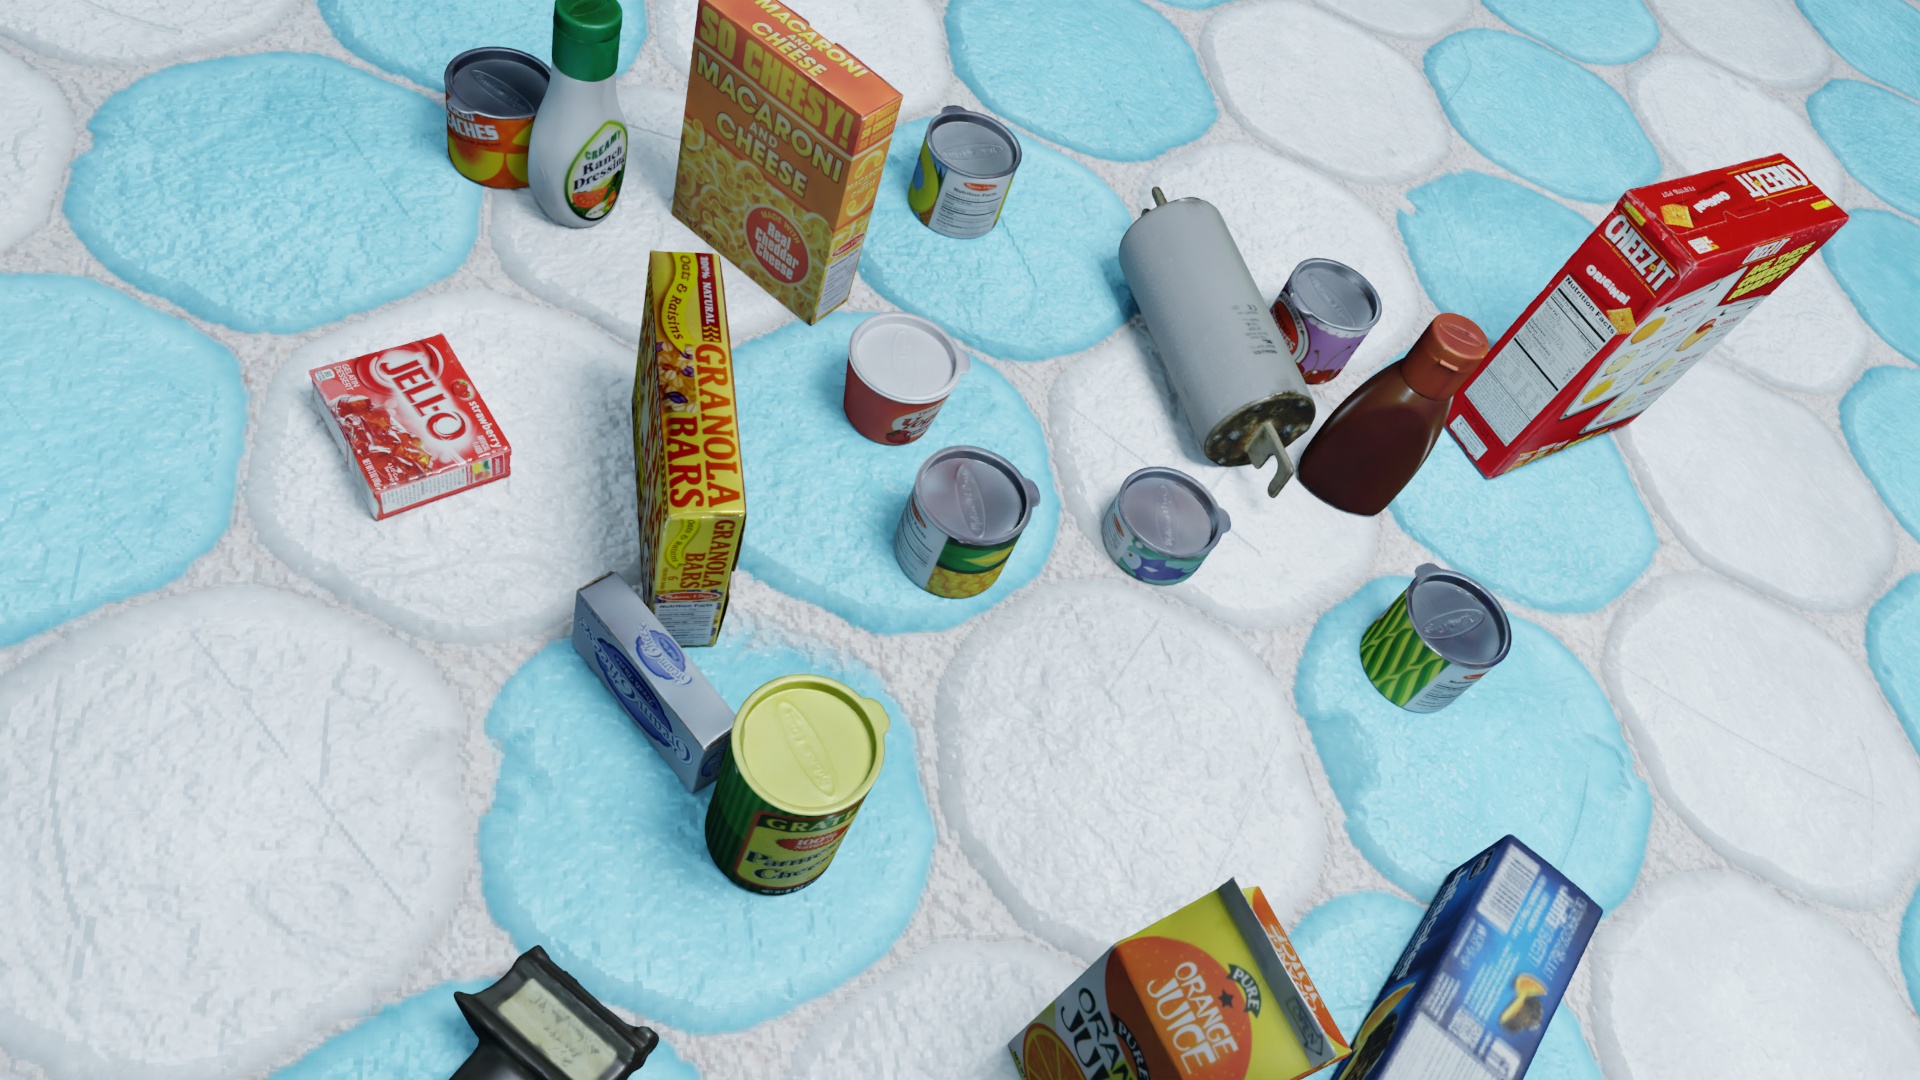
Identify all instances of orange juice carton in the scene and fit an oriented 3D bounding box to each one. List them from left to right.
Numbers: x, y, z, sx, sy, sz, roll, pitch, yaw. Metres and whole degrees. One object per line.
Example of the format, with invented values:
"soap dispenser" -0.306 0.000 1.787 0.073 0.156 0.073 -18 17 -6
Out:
"orange juice carton" 0.090 0.203 0.569 0.073 0.191 0.072 -14 62 -26

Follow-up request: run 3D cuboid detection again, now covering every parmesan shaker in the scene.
"parmesan shaker" -0.075 0.113 0.634 0.071 0.102 0.071 9 54 -12

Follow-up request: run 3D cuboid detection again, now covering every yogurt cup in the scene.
"yogurt cup" -0.038 -0.093 0.822 0.072 0.053 0.073 9 54 -12

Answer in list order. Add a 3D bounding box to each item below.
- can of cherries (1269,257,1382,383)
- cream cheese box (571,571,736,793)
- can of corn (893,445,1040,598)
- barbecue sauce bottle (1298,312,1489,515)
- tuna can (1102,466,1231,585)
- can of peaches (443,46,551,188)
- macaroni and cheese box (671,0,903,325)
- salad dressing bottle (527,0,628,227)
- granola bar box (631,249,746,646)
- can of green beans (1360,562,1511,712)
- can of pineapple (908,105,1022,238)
"can of cherries" 0.242 -0.149 0.950 0.071 0.058 0.072 9 54 -12
"cream cheese box" -0.148 0.069 0.673 0.024 0.053 0.104 -32 71 -33
"can of corn" 0.003 -0.010 0.774 0.071 0.058 0.071 9 54 -12
"barbecue sauce bottle" 0.267 -0.076 0.850 0.065 0.147 0.044 26 53 1
"tuna can" 0.122 -0.008 0.828 0.071 0.032 0.071 9 54 -12
"can of peaches" -0.284 -0.259 0.855 0.071 0.057 0.071 9 54 -12
"macaroni and cheese box" -0.107 -0.227 0.822 0.124 0.165 0.040 39 54 11
"salad dressing bottle" -0.222 -0.251 0.814 0.044 0.146 0.064 38 54 10
"granola bar box" -0.141 -0.046 0.711 0.039 0.123 0.166 0 56 -18
"can of green beans" 0.278 0.060 0.815 0.071 0.057 0.071 9 54 -12
"can of pineapple" 0.002 -0.249 0.941 0.071 0.057 0.071 9 54 -12
